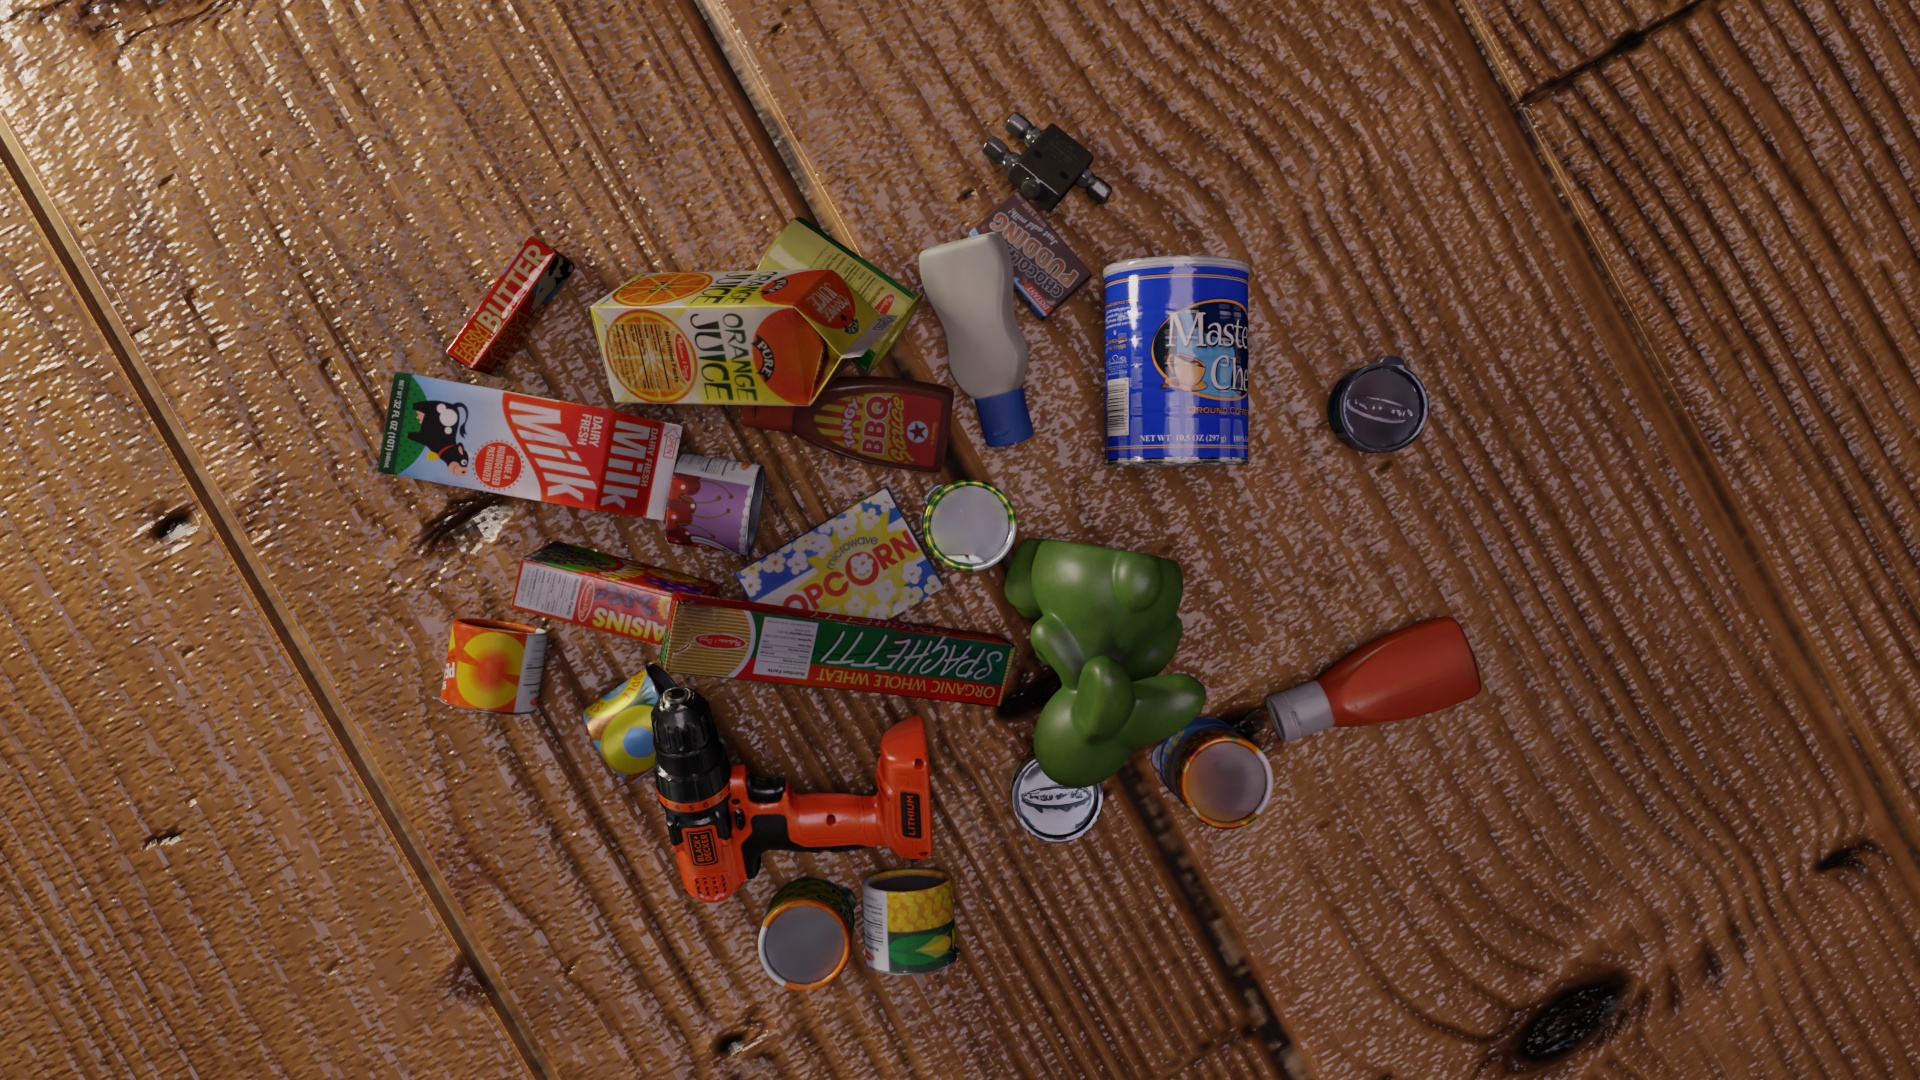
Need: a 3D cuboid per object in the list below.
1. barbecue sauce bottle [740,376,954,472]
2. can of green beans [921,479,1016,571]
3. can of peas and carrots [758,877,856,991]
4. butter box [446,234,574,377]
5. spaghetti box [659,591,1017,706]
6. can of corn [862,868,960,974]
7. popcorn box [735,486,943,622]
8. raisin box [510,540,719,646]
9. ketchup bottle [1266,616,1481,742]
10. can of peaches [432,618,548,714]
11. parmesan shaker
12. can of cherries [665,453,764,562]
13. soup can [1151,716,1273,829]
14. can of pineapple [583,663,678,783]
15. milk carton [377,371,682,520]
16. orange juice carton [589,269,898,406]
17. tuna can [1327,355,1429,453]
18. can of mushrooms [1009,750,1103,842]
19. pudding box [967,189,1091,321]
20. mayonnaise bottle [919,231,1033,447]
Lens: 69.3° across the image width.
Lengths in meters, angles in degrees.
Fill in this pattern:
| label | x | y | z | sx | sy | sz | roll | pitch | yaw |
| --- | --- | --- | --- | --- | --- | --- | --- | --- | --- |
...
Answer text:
| label | x | y | z | sx | sy | sz | roll | pitch | yaw |
| --- | --- | --- | --- | --- | --- | --- | --- | --- | --- |
| barbecue sauce bottle | -0.081 | -0.090 | 1.000 | 0.149 | 0.044 | 0.064 | 8 | 107 | -2 |
| can of green beans | 0.006 | -0.011 | 0.999 | 0.071 | 0.058 | 0.071 | 0 | 91 | -2 |
| can of peas and carrots | -0.108 | 0.281 | 0.997 | 0.071 | 0.059 | 0.071 | 0 | 92 | -3 |
| butter box | -0.318 | -0.165 | 0.985 | 0.024 | 0.053 | 0.103 | 36 | 89 | -1 |
| spaghetti box | -0.081 | 0.078 | 0.965 | 0.250 | 0.029 | 0.050 | 9 | 100 | -24 |
| can of corn | -0.034 | 0.272 | 0.998 | 0.071 | 0.071 | 0.058 | -3 | 91 | -2 |
| popcorn box | -0.087 | 0.028 | 1.005 | 0.127 | 0.038 | 0.085 | -30 | 92 | -2 |
| raisin box | -0.239 | 0.037 | 0.974 | 0.123 | 0.086 | 0.040 | 15 | 96 | -3 |
| ketchup bottle | 0.301 | 0.108 | 1.021 | 0.149 | 0.043 | 0.064 | -19 | 91 | -2 |
| can of peaches | -0.331 | 0.088 | 0.981 | 0.071 | 0.071 | 0.058 | 10 | 90 | -3 |
| parmesan shaker | -0.088 | -0.177 | 0.989 | 0.103 | 0.071 | 0.071 | 34 | 90 | -2 |
| can of cherries | -0.174 | -0.023 | 0.987 | 0.058 | 0.071 | 0.071 | 9 | 91 | -2 |
| soup can | 0.179 | 0.166 | 0.996 | 0.071 | 0.084 | 0.071 | 0 | 91 | -2 |
| can of pineapple | -0.226 | 0.129 | 0.986 | 0.058 | 0.071 | 0.071 | -33 | 92 | -1 |
| milk carton | -0.297 | -0.064 | 0.977 | 0.191 | 0.073 | 0.072 | 11 | 90 | -3 |
| orange juice carton | -0.143 | -0.138 | 0.942 | 0.193 | 0.072 | 0.072 | 2 | 120 | 18 |
| tuna can | 0.307 | -0.100 | 1.023 | 0.071 | 0.033 | 0.071 | 0 | 91 | -3 |
| can of mushrooms | 0.070 | 0.182 | 1.017 | 0.071 | 0.033 | 0.071 | 0 | 91 | -2 |
| pudding box | 0.050 | -0.207 | 1.012 | 0.049 | 0.030 | 0.083 | -42 | 92 | 0 |
| mayonnaise bottle | 0.018 | -0.142 | 0.994 | 0.064 | 0.041 | 0.147 | -9 | 105 | 23 |
